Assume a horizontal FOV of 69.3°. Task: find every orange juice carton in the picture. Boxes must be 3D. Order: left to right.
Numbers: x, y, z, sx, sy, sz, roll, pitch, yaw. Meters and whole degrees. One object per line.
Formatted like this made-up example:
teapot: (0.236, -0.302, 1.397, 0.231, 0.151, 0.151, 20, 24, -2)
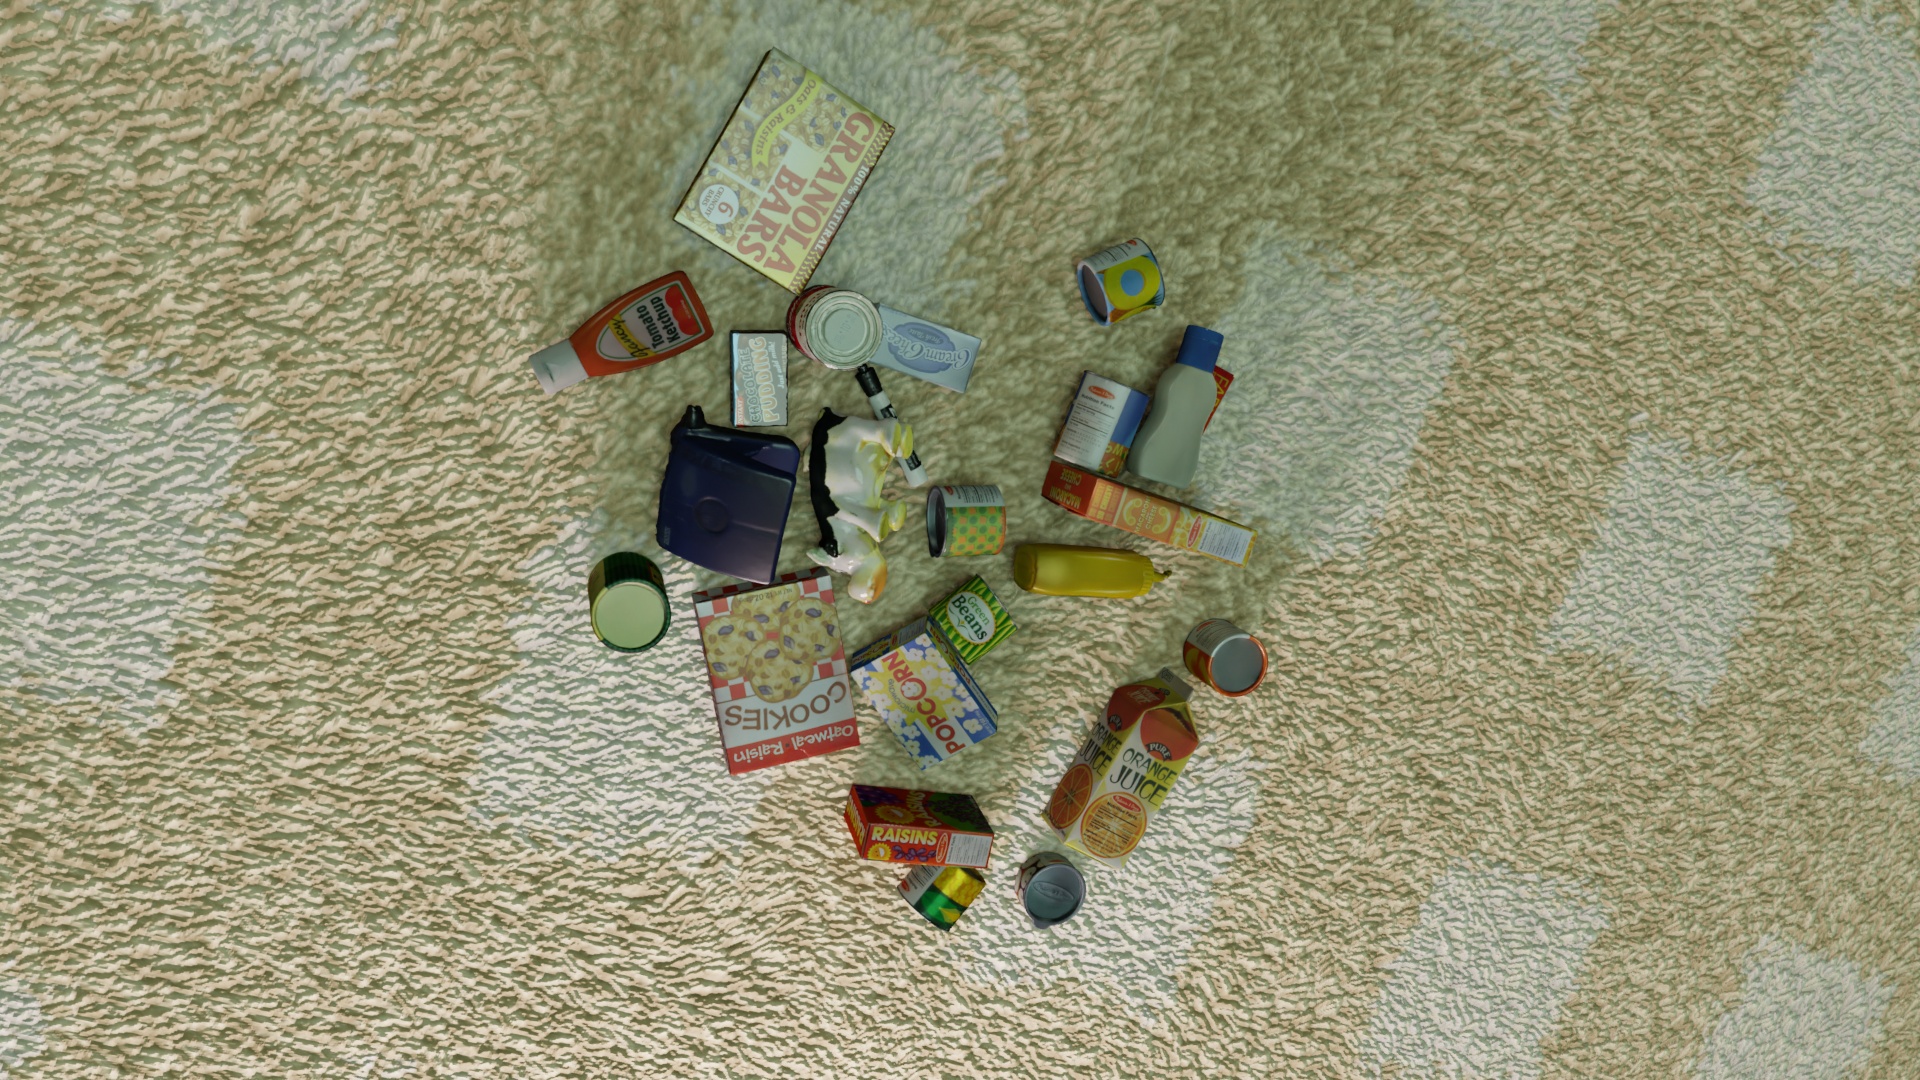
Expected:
orange juice carton: (0.166, 0.216, 1.363, 0.073, 0.072, 0.192, 30, 92, -20)

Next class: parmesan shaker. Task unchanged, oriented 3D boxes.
parmesan shaker: (-0.282, 0.055, 1.183, 0.071, 0.103, 0.071, -3, 103, -16)

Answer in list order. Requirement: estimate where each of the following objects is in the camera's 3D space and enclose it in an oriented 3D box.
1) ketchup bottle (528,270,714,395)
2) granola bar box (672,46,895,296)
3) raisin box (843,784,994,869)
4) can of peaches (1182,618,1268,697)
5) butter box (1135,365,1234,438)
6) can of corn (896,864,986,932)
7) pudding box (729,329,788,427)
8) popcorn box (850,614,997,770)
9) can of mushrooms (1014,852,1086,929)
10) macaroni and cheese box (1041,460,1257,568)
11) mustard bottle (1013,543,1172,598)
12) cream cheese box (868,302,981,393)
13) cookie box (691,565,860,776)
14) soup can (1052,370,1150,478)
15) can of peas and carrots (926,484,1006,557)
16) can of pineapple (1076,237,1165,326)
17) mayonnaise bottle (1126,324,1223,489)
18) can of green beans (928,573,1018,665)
ketchup bottle: (-0.287, -0.170, 1.168, 0.149, 0.043, 0.064, -27, 107, -9)
granola bar box: (-0.150, -0.311, 1.181, 0.124, 0.039, 0.165, 30, 92, -19)
raisin box: (-0.040, 0.269, 1.306, 0.123, 0.086, 0.040, 9, 104, -18)
can of peaches: (0.264, 0.118, 1.379, 0.071, 0.058, 0.071, -3, 102, -15)
butter box: (0.215, -0.126, 1.333, 0.053, 0.024, 0.103, 28, 92, -19)
can of corn: (-0.016, 0.333, 1.337, 0.071, 0.071, 0.058, 40, 88, -20)
pudding box: (-0.176, -0.142, 1.213, 0.050, 0.030, 0.083, -1, 101, -15)
popcorn box: (-0.033, 0.143, 1.294, 0.085, 0.038, 0.126, -29, 109, 15)
can of mushrooms: (0.088, 0.349, 1.387, 0.071, 0.033, 0.071, -4, 102, -16)
macaroni and cheese box: (0.172, -0.025, 1.288, 0.166, 0.124, 0.040, 17, 95, -18)
mustard bottle: (0.132, 0.031, 1.321, 0.160, 0.065, 0.048, 5, 96, -21)
cream cheese box: (-0.037, -0.173, 1.250, 0.104, 0.024, 0.053, 16, 97, -19)
cookie box: (-0.167, 0.119, 1.263, 0.123, 0.040, 0.167, -12, 104, -14)
soup can: (0.132, -0.107, 1.292, 0.071, 0.071, 0.083, 20, 96, -19)
can of peas and carrots: (0.005, -0.016, 1.273, 0.059, 0.071, 0.070, -2, 102, -16)
can of pineapple: (0.146, -0.234, 1.269, 0.058, 0.071, 0.071, -23, 107, -10)
mayonnaise bottle: (0.206, -0.125, 1.295, 0.065, 0.041, 0.148, 16, 95, -25)
can of green beans: (0.011, 0.074, 1.292, 0.058, 0.071, 0.071, -36, 109, -6)
